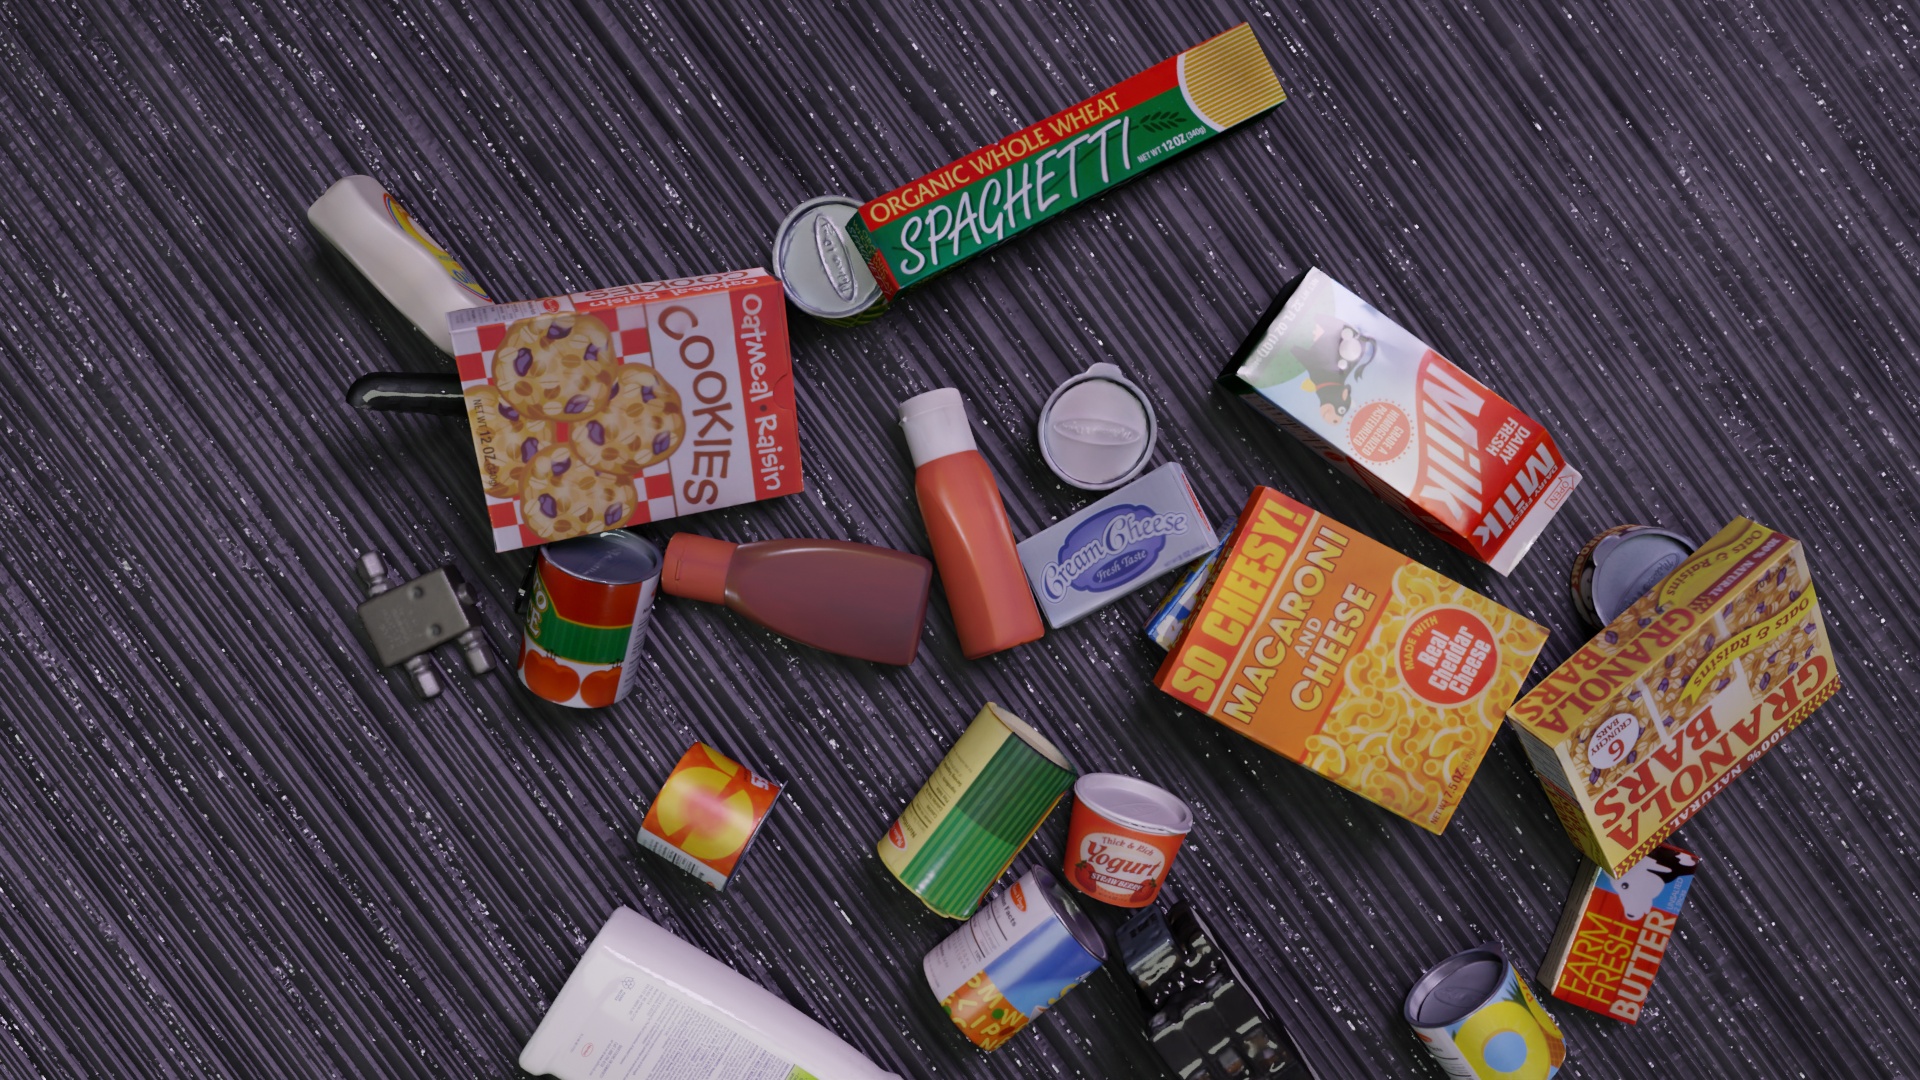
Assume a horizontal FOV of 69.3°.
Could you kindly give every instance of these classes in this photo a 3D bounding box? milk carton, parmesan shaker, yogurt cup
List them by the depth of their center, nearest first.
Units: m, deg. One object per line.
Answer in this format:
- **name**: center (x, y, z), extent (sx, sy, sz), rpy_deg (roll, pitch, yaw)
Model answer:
- **milk carton**: center (0.241, -0.062, 0.755), extent (0.190, 0.073, 0.072), rpy_deg (36, 94, 0)
- **parmesan shaker**: center (0.011, 0.152, 0.777), extent (0.071, 0.071, 0.103), rpy_deg (38, 94, 0)
- **yogurt cup**: center (0.090, 0.169, 0.779), extent (0.072, 0.072, 0.053), rpy_deg (15, 102, 1)

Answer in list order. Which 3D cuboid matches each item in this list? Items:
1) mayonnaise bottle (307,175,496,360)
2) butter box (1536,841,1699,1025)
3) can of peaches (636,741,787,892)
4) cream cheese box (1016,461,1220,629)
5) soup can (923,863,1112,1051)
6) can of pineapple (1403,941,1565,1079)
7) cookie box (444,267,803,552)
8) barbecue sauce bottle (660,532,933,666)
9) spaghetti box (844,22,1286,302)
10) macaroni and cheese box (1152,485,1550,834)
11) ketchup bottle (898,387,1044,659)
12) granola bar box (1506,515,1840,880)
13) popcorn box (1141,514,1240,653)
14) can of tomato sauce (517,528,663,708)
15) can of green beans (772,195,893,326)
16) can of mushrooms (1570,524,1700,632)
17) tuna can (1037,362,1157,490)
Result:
- **mayonnaise bottle**: center (-0.292, -0.137, 0.779), extent (0.041, 0.065, 0.148), rpy_deg (-44, 101, 3)
- **butter box**: center (0.373, 0.216, 0.789), extent (0.053, 0.024, 0.103), rpy_deg (19, 93, 2)
- **can of peaches**: center (-0.140, 0.153, 0.787), extent (0.058, 0.071, 0.071), rpy_deg (29, 94, 1)
- **cream cheese box**: center (0.086, 0.004, 0.771), extent (0.103, 0.024, 0.053), rpy_deg (-29, 78, 19)
- **soup can**: center (0.033, 0.237, 0.784), extent (0.084, 0.071, 0.071), rpy_deg (-40, 91, 5)
- **can of pineapple**: center (0.294, 0.270, 0.775), extent (0.071, 0.071, 0.058), rpy_deg (-36, 92, 4)
- **cookie box**: center (-0.173, -0.071, 0.737), extent (0.168, 0.040, 0.122), rpy_deg (-12, 117, -17)
- **barbecue sauce bottle**: center (-0.093, 0.027, 0.788), extent (0.148, 0.044, 0.064), rpy_deg (11, 97, 2)
- **spaghetti box**: center (0.059, -0.204, 0.745), extent (0.251, 0.028, 0.050), rpy_deg (-29, 91, -12)
- **macaroni and cheese box**: center (0.205, 0.062, 0.740), extent (0.166, 0.040, 0.123), rpy_deg (27, 92, 0)
- **ketchup bottle**: center (0.003, -0.010, 0.775), extent (0.043, 0.064, 0.149), rpy_deg (-16, 84, -18)
- **granola bar box**: center (0.381, 0.085, 0.739), extent (0.165, 0.039, 0.124), rpy_deg (-39, 122, -3)
- **popcorn box**: center (0.178, 0.056, 0.781), extent (0.127, 0.038, 0.085), rpy_deg (38, 93, 0)
- **can of tomato sauce**: center (-0.208, 0.041, 0.771), extent (0.071, 0.071, 0.082), rpy_deg (19, 114, 1)
- **can of green beans**: center (-0.067, -0.153, 0.770), extent (0.071, 0.058, 0.071), rpy_deg (0, 93, 2)
- **can of mushrooms**: center (0.377, 0.023, 0.774), extent (0.071, 0.033, 0.071), rpy_deg (0, 94, 3)
- **tuna can**: center (0.076, -0.064, 0.781), extent (0.071, 0.033, 0.071), rpy_deg (0, 93, 2)
